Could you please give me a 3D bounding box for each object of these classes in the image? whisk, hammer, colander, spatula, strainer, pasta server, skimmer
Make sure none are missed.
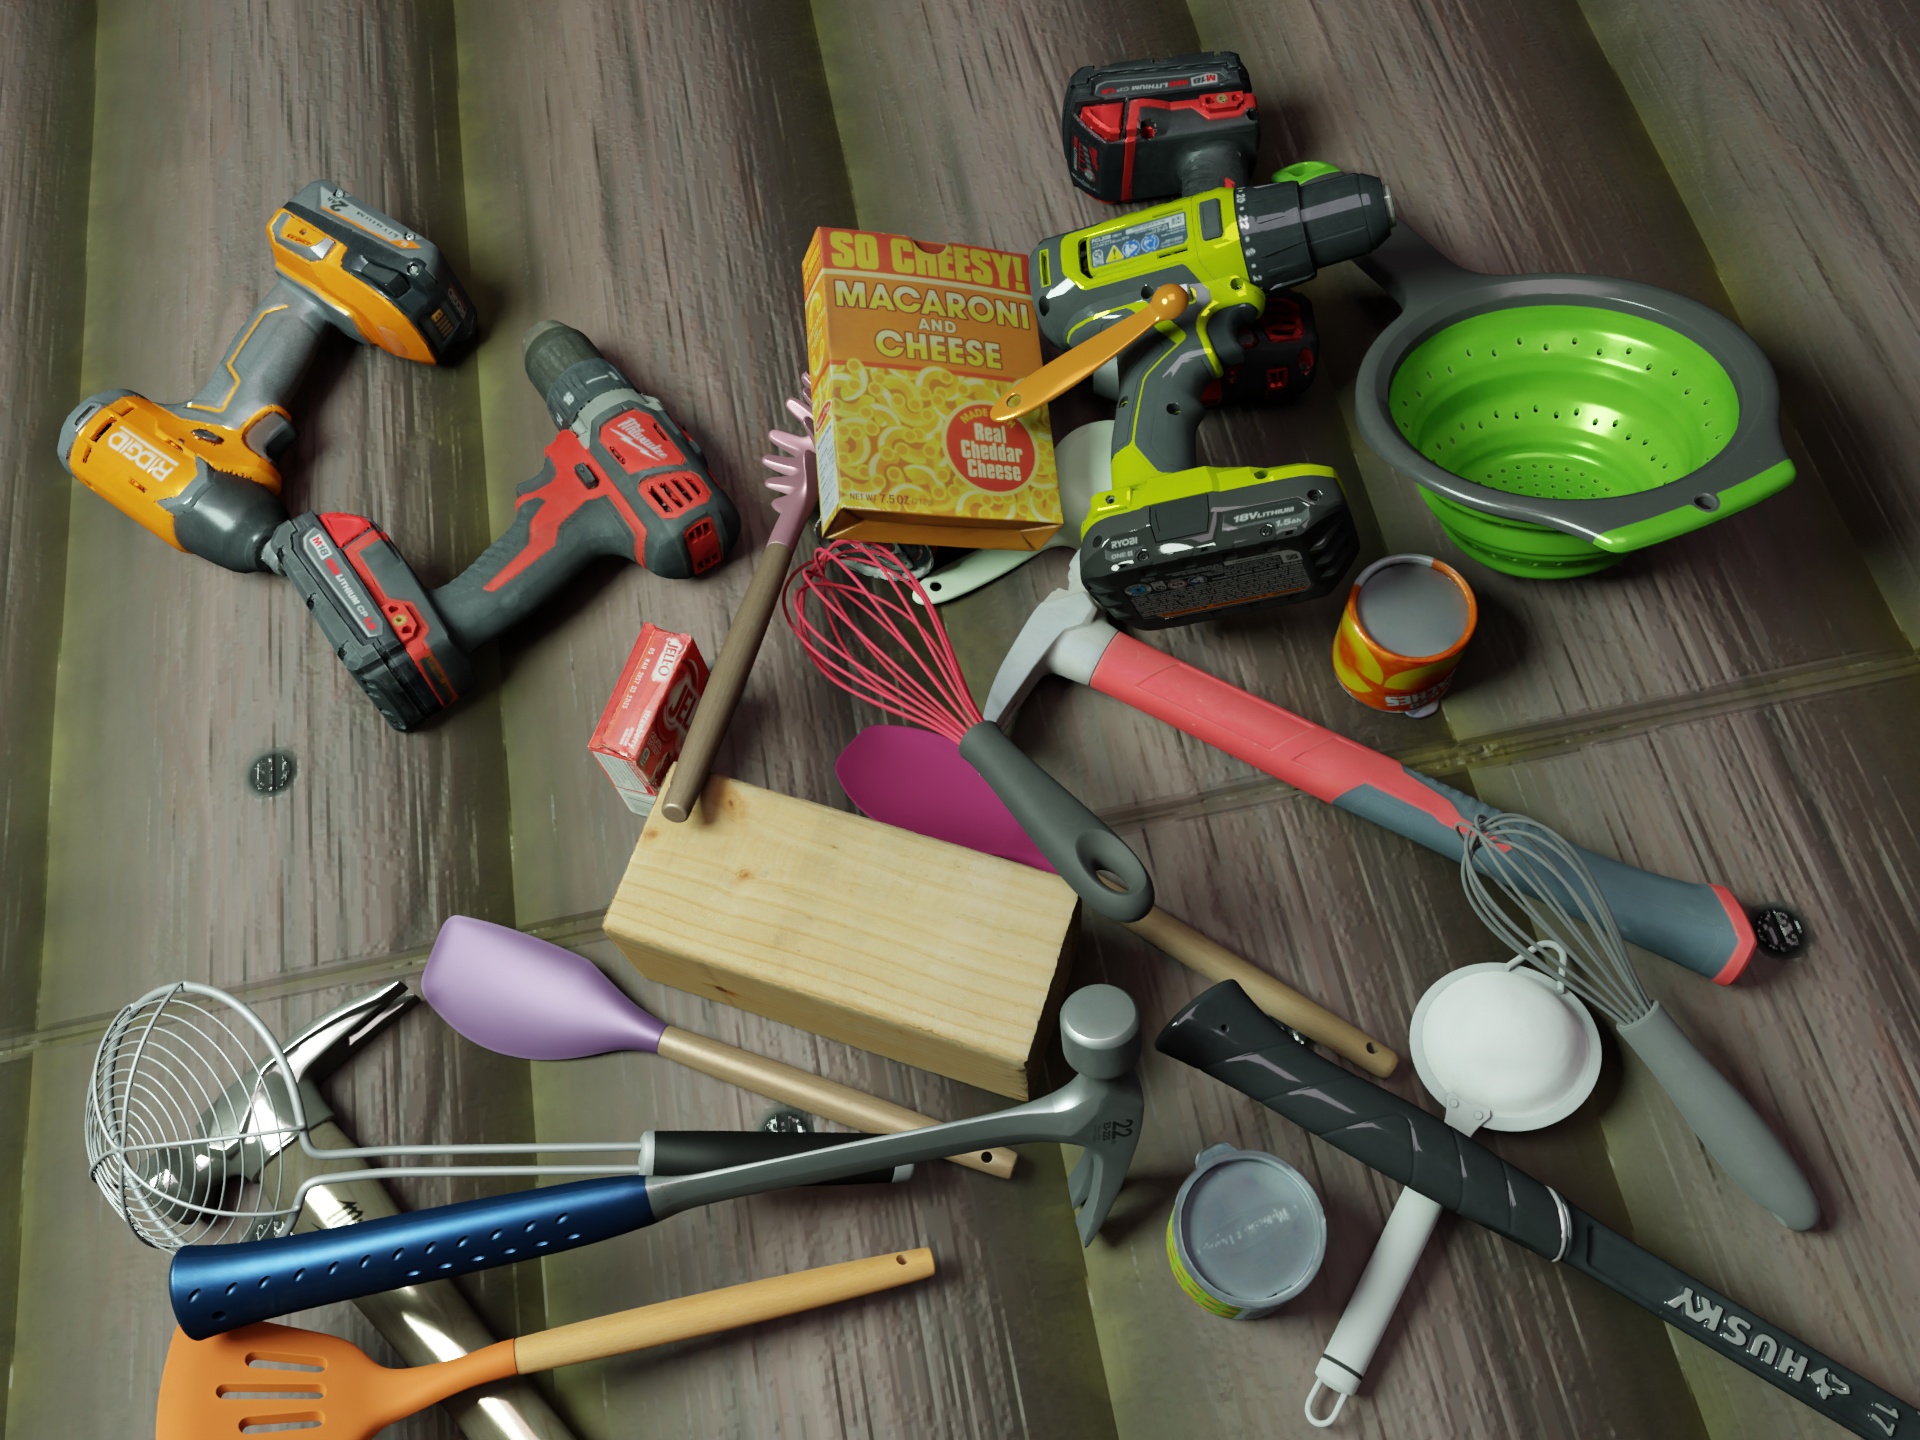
[{"bbox_3d":[0.310,0.137,0.730,0.055,0.055,0.239,-38,86,-13],"label":"whisk"},{"bbox_3d":[0.199,0.044,0.802,0.386,0.038,0.143,26,65,14],"label":"hammer"},{"bbox_3d":[0.284,-0.196,0.897,0.204,0.094,0.398,-21,48,-8],"label":"colander"},{"bbox_3d":[-0.199,0.302,0.712,0.146,0.038,0.411,-41,69,-16],"label":"hammer"},{"bbox_3d":[-0.168,0.265,0.688,0.322,0.041,0.081,-9,37,-12],"label":"spatula"},{"bbox_3d":[0.222,0.203,0.730,0.087,0.050,0.258,23,71,29],"label":"strainer"},{"bbox_3d":[0.269,0.232,0.684,0.409,0.036,0.149,29,72,6],"label":"hammer"},{"bbox_3d":[-0.123,0.167,0.779,0.316,0.018,0.060,16,80,11],"label":"spatula"},{"bbox_3d":[-0.109,-0.073,0.831,0.040,0.060,0.316,27,46,-14],"label":"pasta server"},{"bbox_3d":[-0.001,-0.002,0.781,0.073,0.073,0.296,-34,52,-12],"label":"whisk"},{"bbox_3d":[-0.119,0.206,0.679,0.405,0.144,0.035,-10,40,-5],"label":"hammer"},{"bbox_3d":[-0.205,0.186,0.725,0.363,0.090,0.127,4,99,-14],"label":"skimmer"}]

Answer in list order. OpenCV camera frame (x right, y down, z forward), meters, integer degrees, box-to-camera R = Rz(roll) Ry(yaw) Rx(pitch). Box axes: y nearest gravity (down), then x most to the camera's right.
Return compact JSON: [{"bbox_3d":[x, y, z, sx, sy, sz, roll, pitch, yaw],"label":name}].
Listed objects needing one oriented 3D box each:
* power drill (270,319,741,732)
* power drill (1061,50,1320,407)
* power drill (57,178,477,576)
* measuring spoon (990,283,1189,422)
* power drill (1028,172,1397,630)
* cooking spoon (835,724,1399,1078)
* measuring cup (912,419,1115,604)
[{"bbox_3d":[-0.260,-0.119,0.893,0.226,0.080,0.188,-33,67,-15],"label":"power drill"},{"bbox_3d":[0.124,-0.284,0.947,0.143,0.078,0.220,-7,67,1],"label":"power drill"},{"bbox_3d":[-0.392,-0.192,0.933,0.164,0.084,0.226,32,75,16],"label":"power drill"},{"bbox_3d":[0.064,-0.187,0.807,0.117,0.011,0.021,-32,58,10],"label":"measuring spoon"},{"bbox_3d":[0.137,-0.174,0.819,0.190,0.080,0.229,-10,67,19],"label":"power drill"},{"bbox_3d":[0.074,0.090,0.802,0.319,0.017,0.069,30,54,16],"label":"cooking spoon"},{"bbox_3d":[0.046,-0.113,0.888,0.167,0.038,0.083,-29,66,-12],"label":"measuring cup"}]
